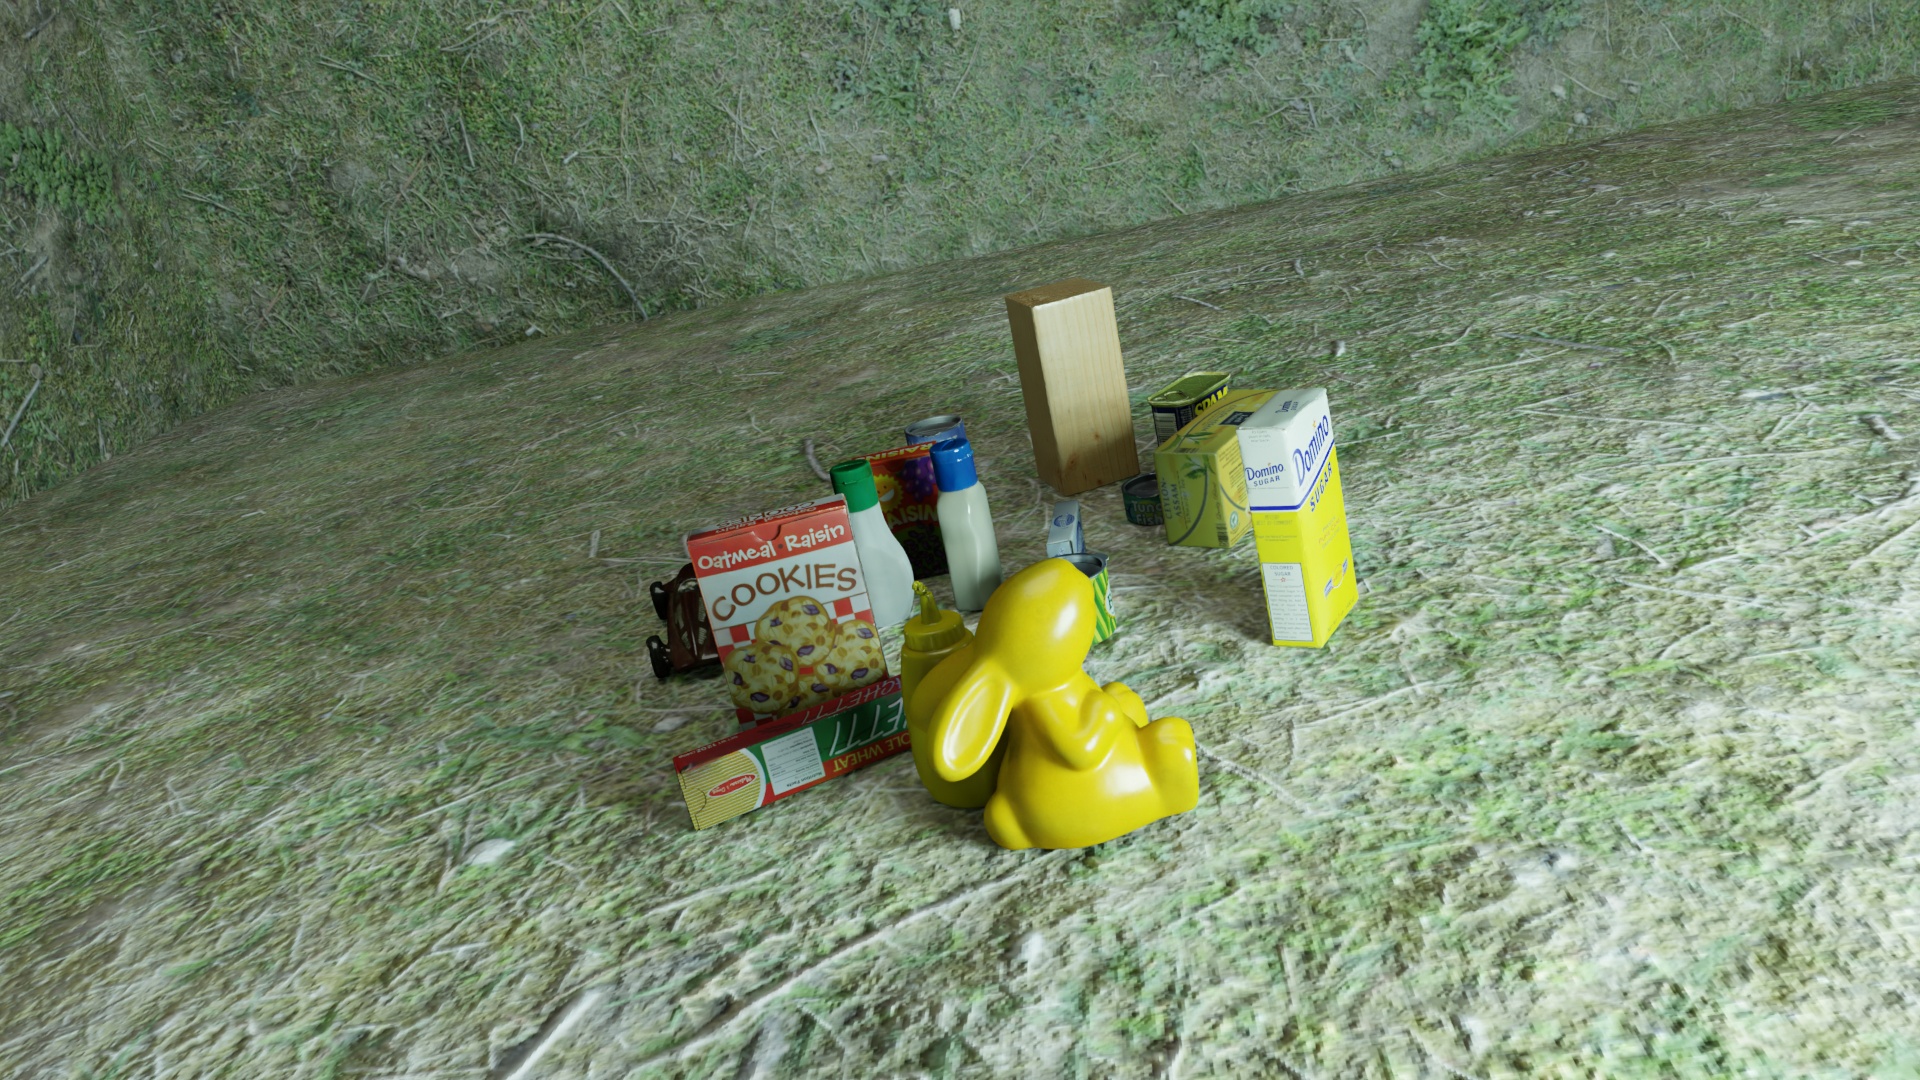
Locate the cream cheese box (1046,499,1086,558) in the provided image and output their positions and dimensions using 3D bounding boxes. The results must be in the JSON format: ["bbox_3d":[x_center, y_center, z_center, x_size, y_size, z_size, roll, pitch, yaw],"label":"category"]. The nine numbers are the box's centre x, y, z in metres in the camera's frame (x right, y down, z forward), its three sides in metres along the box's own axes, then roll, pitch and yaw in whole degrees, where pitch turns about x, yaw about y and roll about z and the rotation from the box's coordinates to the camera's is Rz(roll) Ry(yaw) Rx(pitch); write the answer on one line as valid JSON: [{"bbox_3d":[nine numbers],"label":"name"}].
[{"bbox_3d":[0.097,0.006,1.251,0.024,0.053,0.104,-8,20,11],"label":"cream cheese box"}]

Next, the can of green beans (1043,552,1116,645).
[{"bbox_3d":[0.091,0.049,1.133,0.071,0.057,0.071,-11,20,4],"label":"can of green beans"}]

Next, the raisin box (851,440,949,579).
[{"bbox_3d":[-0.050,-0.025,1.317,0.086,0.123,0.040,-11,20,2],"label":"raisin box"}]

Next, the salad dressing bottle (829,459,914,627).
[{"bbox_3d":[-0.081,0.002,1.226,0.064,0.147,0.044,-11,20,3],"label":"salad dressing bottle"}]

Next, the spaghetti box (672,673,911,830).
[{"bbox_3d":[-0.080,0.139,1.002,0.251,0.050,0.029,-19,21,-18],"label":"spaghetti box"}]

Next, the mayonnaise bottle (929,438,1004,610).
[{"bbox_3d":[0.004,-0.015,1.224,0.041,0.147,0.065,-4,21,21],"label":"mayonnaise bottle"}]

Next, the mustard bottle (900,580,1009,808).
[{"bbox_3d":[-0.007,0.097,0.911,0.065,0.159,0.049,0,23,31],"label":"mustard bottle"}]

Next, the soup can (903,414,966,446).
[{"bbox_3d":[-0.022,-0.088,1.526,0.071,0.083,0.071,-11,20,4],"label":"soup can"}]

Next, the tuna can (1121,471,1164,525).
[{"bbox_3d":[0.191,-0.041,1.352,0.071,0.032,0.071,-11,20,4],"label":"tuna can"}]

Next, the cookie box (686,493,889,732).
[{"bbox_3d":[-0.130,0.058,1.075,0.123,0.166,0.040,-14,20,-5],"label":"cookie box"}]
